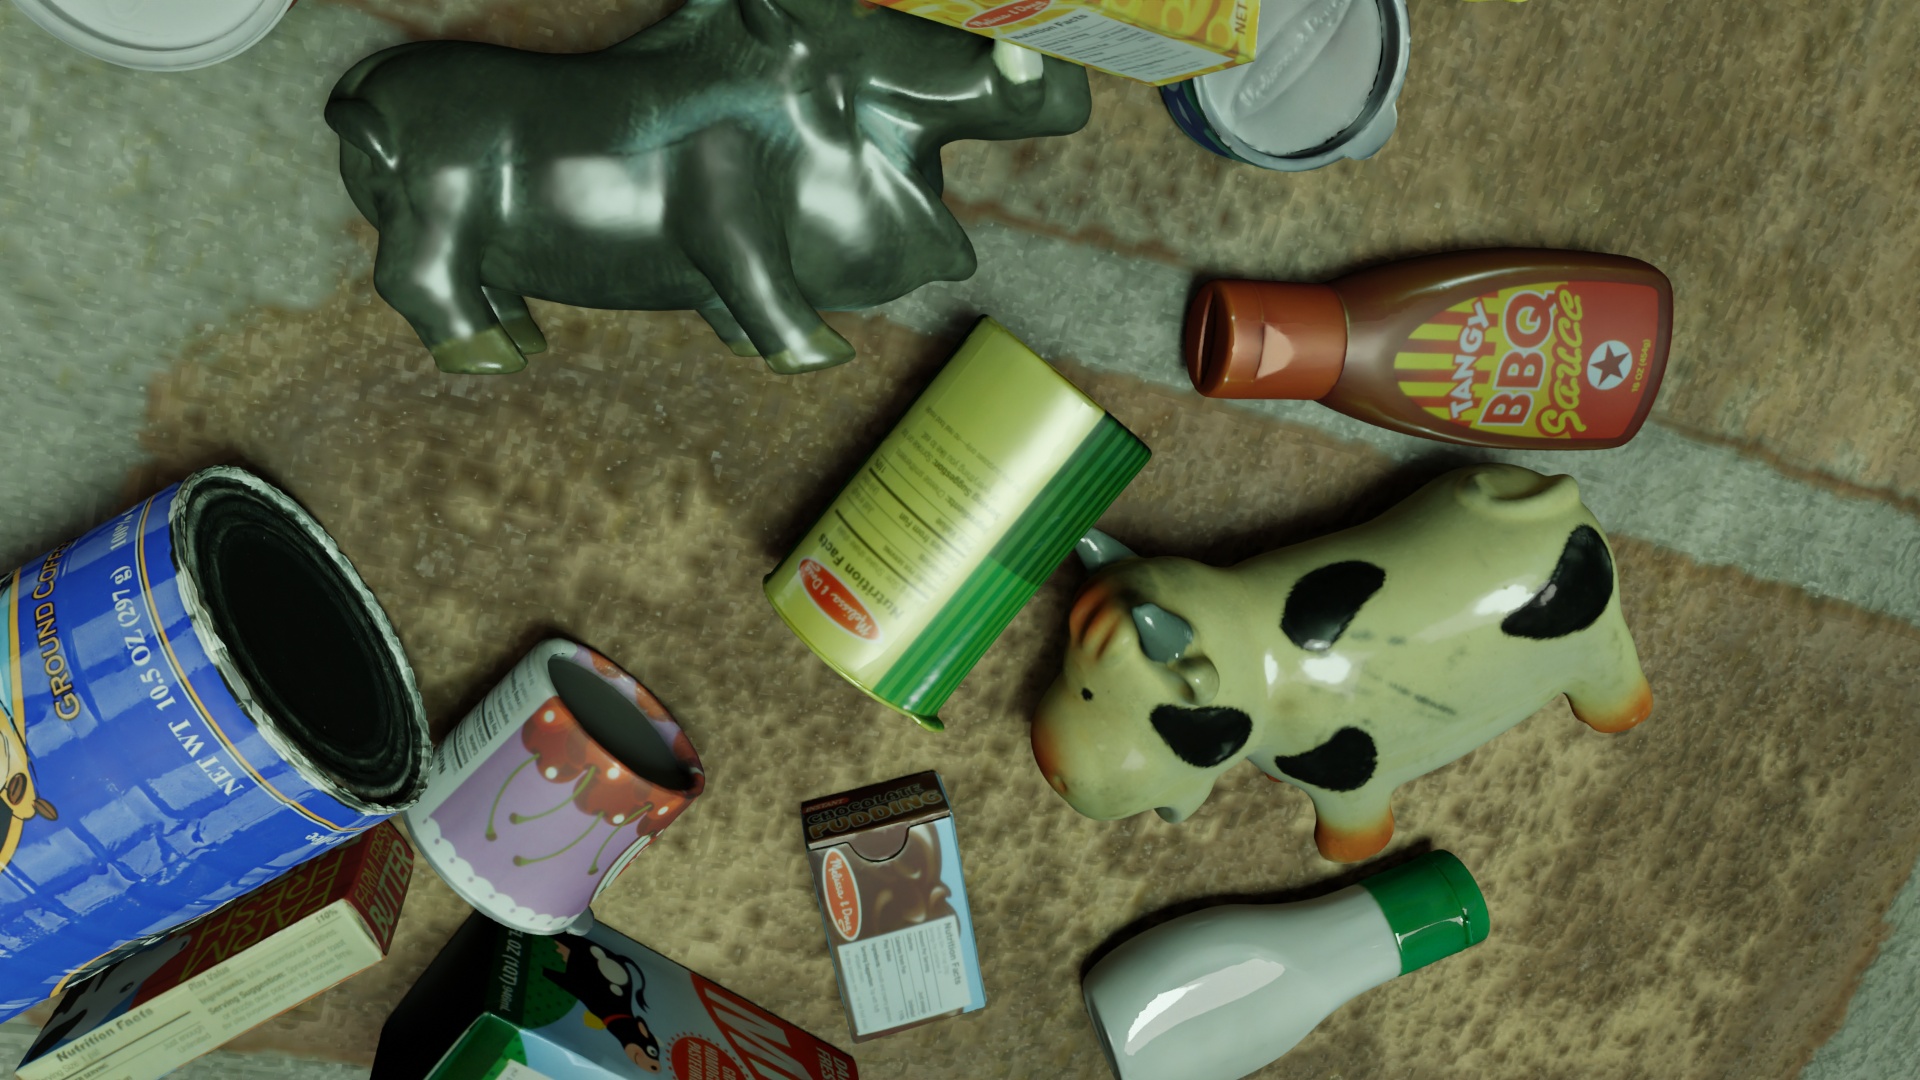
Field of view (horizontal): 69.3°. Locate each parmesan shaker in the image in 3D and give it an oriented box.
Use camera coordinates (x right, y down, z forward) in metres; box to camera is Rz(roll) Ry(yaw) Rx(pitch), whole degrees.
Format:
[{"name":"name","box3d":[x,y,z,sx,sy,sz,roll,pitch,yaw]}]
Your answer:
[{"name":"parmesan shaker","box3d":[0.001,-0.005,0.409,0.071,0.071,0.103,37,97,-23]}]

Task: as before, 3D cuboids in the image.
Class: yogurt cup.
[{"name":"yogurt cup","box3d":[-0.183,-0.145,0.321,0.072,0.054,0.072,-5,111,-12]}]

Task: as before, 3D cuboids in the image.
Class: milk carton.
[{"name":"milk carton","box3d":[-0.093,0.198,0.460,0.190,0.072,0.073,37,98,-22]}]

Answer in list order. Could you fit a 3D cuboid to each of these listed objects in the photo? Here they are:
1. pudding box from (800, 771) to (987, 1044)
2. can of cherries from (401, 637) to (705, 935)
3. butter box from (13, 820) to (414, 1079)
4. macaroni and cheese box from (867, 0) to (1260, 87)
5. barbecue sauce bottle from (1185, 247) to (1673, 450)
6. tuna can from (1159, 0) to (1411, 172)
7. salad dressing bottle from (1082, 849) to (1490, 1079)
[{"name":"pudding box","box3d":[-0.022,0.125,0.473,0.050,0.030,0.083,-13,112,-8]},{"name":"can of cherries","box3d":[-0.117,0.073,0.411,0.058,0.071,0.071,-45,113,4]},{"name":"butter box","box3d":[-0.217,0.125,0.413,0.103,0.053,0.024,-28,111,-3]},{"name":"macaroni and cheese box","box3d":[-0.003,-0.179,0.293,0.167,0.040,0.123,3,93,-35]},{"name":"barbecue sauce bottle","box3d":[0.146,-0.061,0.438,0.149,0.044,0.064,0,111,-13]},{"name":"tuna can","box3d":[0.094,-0.140,0.402,0.071,0.033,0.070,-5,111,-12]},{"name":"salad dressing bottle","box3d":[0.121,0.157,0.513,0.148,0.044,0.064,-19,111,-8]}]
